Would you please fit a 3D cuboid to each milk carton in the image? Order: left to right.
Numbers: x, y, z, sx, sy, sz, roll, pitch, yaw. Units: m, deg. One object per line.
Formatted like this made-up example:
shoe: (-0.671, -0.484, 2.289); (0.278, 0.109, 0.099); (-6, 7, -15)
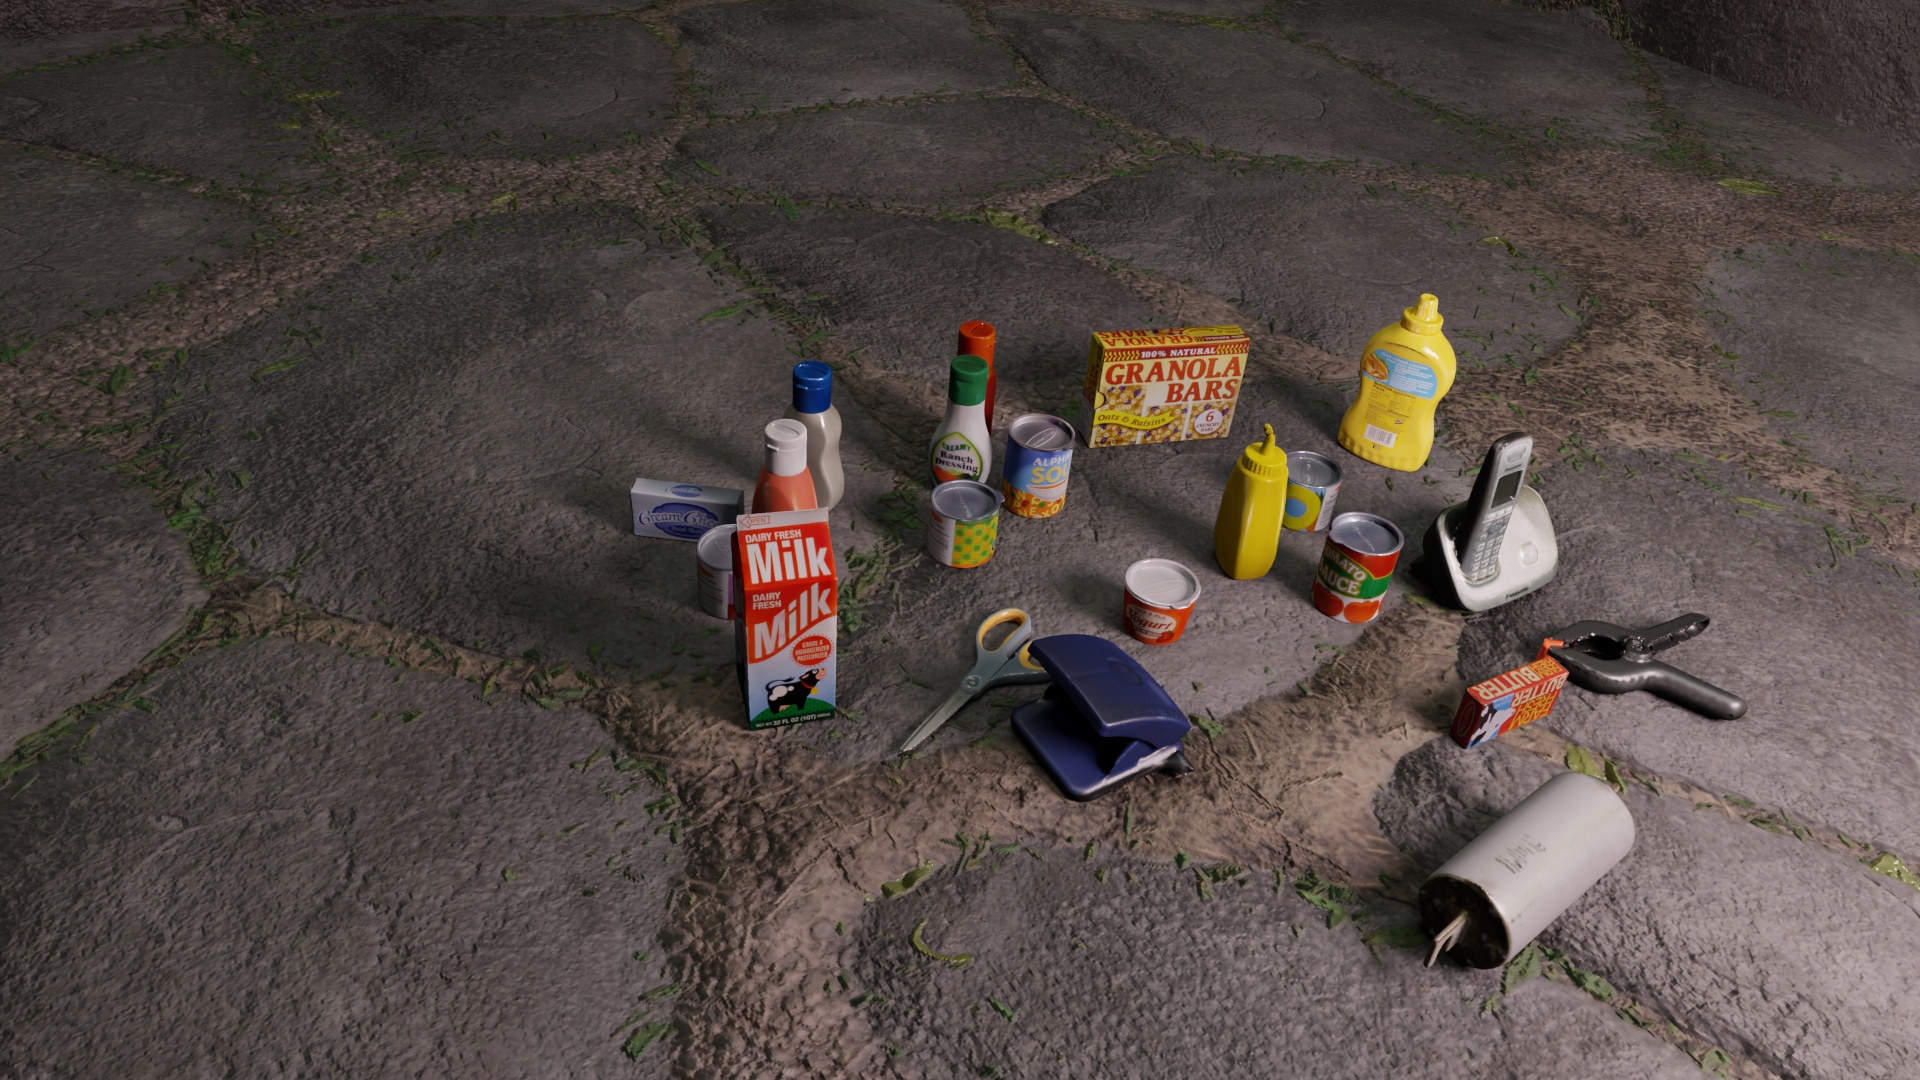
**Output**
milk carton: (-0.139, 0.054, 1.093); (0.072, 0.189, 0.074); (-6, 39, -16)

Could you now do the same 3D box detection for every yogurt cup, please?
yogurt cup: (0.177, 0.056, 1.244); (0.072, 0.053, 0.073); (4, 37, -3)

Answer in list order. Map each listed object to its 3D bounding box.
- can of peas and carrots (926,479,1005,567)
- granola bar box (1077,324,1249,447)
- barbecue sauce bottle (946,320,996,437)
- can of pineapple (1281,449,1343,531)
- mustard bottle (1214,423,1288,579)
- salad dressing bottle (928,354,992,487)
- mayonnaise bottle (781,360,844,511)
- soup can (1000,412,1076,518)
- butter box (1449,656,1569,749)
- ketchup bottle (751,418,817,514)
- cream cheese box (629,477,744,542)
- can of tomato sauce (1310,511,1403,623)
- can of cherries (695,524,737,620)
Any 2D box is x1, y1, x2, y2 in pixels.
can of peas and carrots: (0.005, -0.016, 1.313); (0.071, 0.058, 0.071); (4, 37, -3)
granola bar box: (0.216, -0.164, 1.482); (0.166, 0.123, 0.039); (-5, 38, -14)
barbecue sauce bottle: (0.012, -0.150, 1.416); (0.044, 0.147, 0.065); (22, 40, 20)
can of pineapple: (0.345, -0.051, 1.404); (0.071, 0.057, 0.071); (4, 37, -3)
mustard bottle: (0.275, -0.039, 1.295); (0.049, 0.159, 0.065); (-5, 38, -14)
salad dressing bottle: (0.003, -0.111, 1.363); (0.064, 0.146, 0.044); (13, 38, 10)
mayonnaise bottle: (-0.142, -0.100, 1.330); (0.065, 0.147, 0.041); (20, 39, 18)
soup can: (0.078, -0.072, 1.375); (0.071, 0.083, 0.072); (4, 37, -3)
butter box: (0.464, 0.137, 1.176); (0.104, 0.052, 0.024); (-15, 42, -25)
ketchup bottle: (-0.157, -0.037, 1.244); (0.065, 0.148, 0.044); (23, 40, 22)
cream cheese box: (-0.254, -0.026, 1.295); (0.104, 0.053, 0.024); (7, 37, 2)
can of tomato sauce: (0.364, 0.026, 1.285); (0.071, 0.082, 0.071); (4, 37, -3)
can of cherries: (-0.197, 0.027, 1.229); (0.071, 0.058, 0.072); (4, 37, -3)
